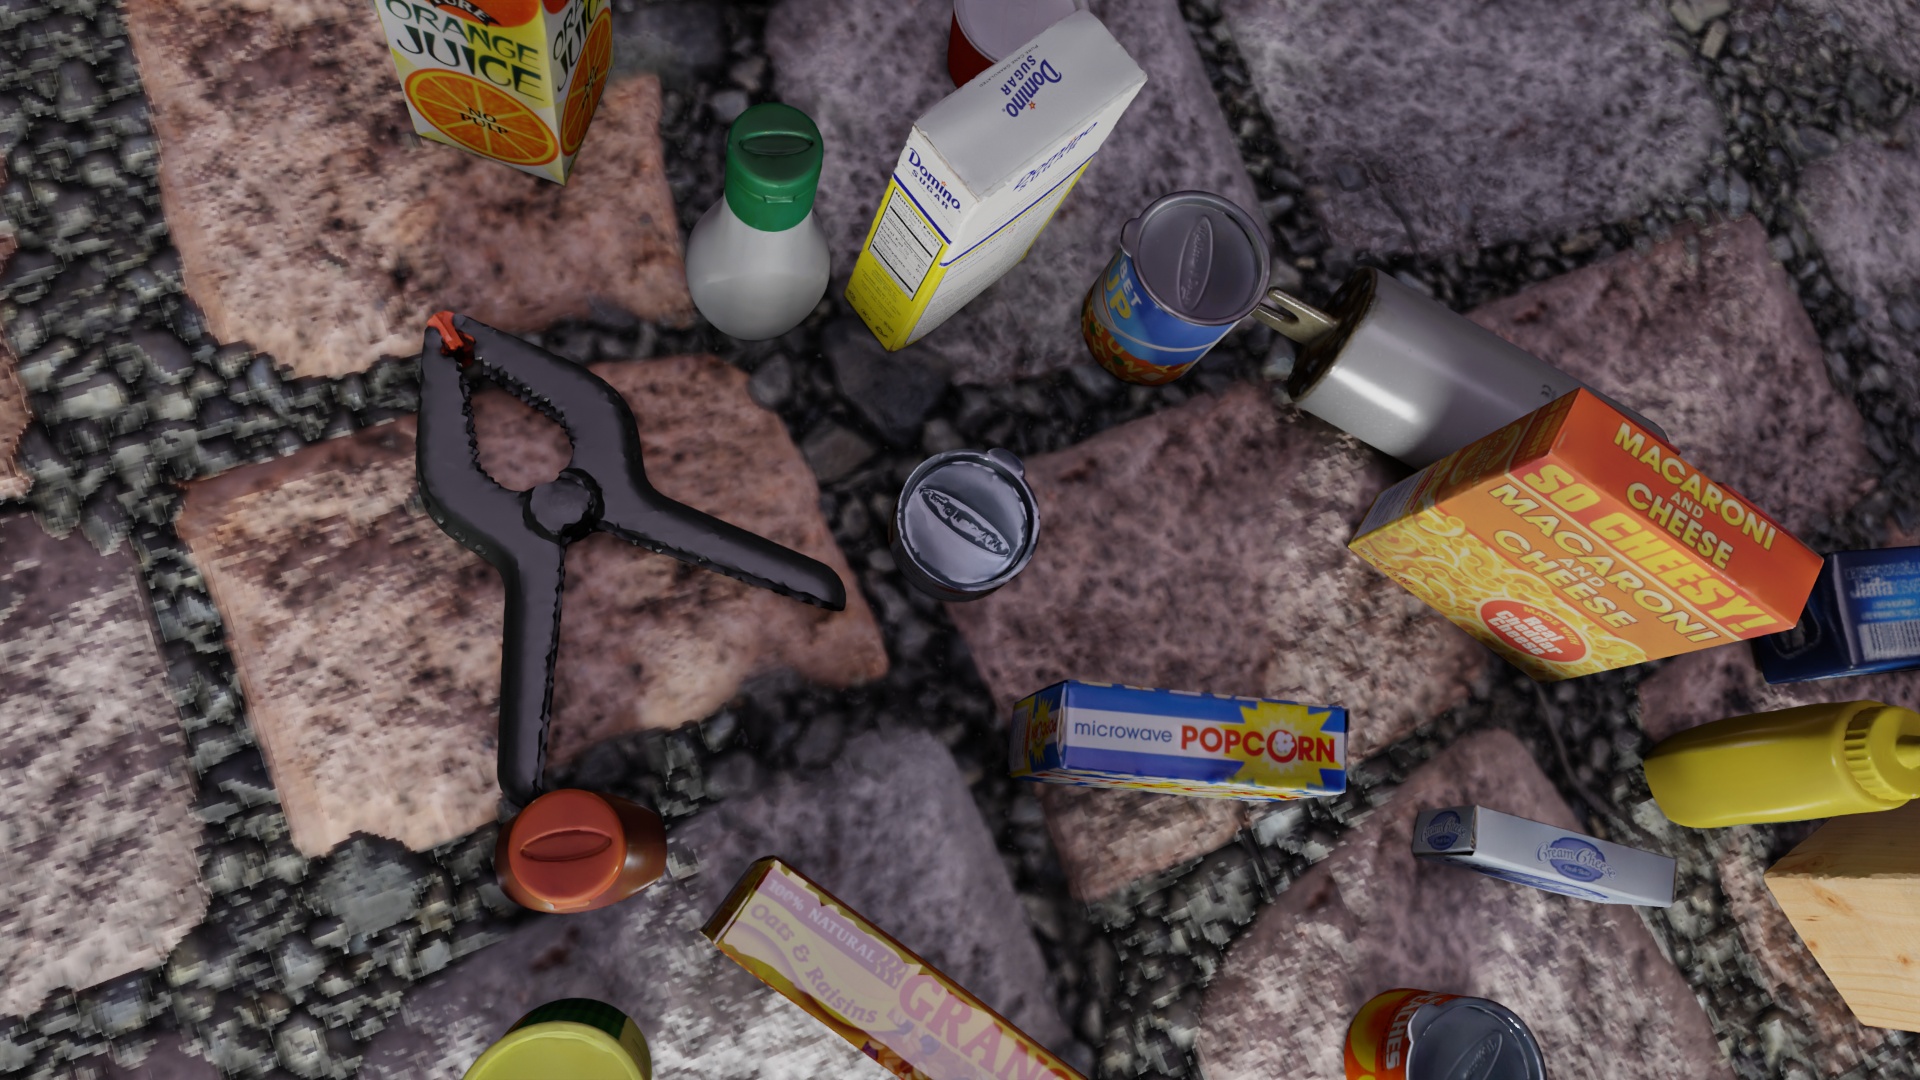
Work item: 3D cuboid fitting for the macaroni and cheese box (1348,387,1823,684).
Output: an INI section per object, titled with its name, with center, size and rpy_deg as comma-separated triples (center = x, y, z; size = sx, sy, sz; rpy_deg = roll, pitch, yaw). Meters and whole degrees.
[macaroni and cheese box]
center = 0.269, 0.004, 0.624
size = 0.124, 0.166, 0.040
rpy_deg = 35, 72, -2

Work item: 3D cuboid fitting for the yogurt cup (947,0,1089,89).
[yogurt cup]
center = 0.025, -0.251, 0.694
size = 0.072, 0.053, 0.072
rpy_deg = 3, 76, -12

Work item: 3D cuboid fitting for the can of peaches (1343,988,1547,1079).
[can of peaches]
center = 0.209, 0.230, 0.609
size = 0.071, 0.058, 0.071
rpy_deg = 3, 76, -12

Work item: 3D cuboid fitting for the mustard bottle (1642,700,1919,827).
[mustard bottle]
center = 0.384, 0.100, 0.628
size = 0.065, 0.159, 0.049
rpy_deg = -16, 81, -16

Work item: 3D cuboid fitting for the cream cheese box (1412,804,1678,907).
[cream cheese box]
center = 0.270, 0.147, 0.647
size = 0.104, 0.053, 0.024
rpy_deg = 16, 74, -8

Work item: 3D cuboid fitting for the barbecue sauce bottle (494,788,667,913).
[barbecue sauce bottle]
center = -0.141, 0.115, 0.513
size = 0.065, 0.148, 0.044
rpy_deg = -3, 77, -13

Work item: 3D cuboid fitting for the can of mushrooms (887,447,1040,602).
[can of mushrooms]
center = 0.002, -0.008, 0.637
size = 0.071, 0.033, 0.071
rpy_deg = 3, 75, -12

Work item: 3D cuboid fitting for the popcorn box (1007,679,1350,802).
[popcorn box]
center = 0.092, 0.089, 0.605
size = 0.127, 0.085, 0.038
rpy_deg = 7, 75, -11

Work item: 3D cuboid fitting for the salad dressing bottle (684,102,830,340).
[salad dressing bottle]
center = -0.083, -0.132, 0.590
size = 0.064, 0.147, 0.044
rpy_deg = -5, 78, -13

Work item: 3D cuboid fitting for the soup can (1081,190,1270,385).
[soup can]
center = 0.097, -0.118, 0.660
size = 0.071, 0.083, 0.071
rpy_deg = 3, 76, -12

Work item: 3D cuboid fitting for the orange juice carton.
[orange juice carton]
center = -0.190, -0.231, 0.568
size = 0.073, 0.192, 0.072
rpy_deg = 18, 73, -8

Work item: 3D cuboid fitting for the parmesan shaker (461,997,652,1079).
[parmesan shaker]
center = -0.148, 0.210, 0.511
size = 0.071, 0.102, 0.071
rpy_deg = 3, 76, -12

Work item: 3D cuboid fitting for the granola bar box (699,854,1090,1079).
[granola bar box]
center = -0.021, 0.184, 0.535
size = 0.165, 0.124, 0.039
rpy_deg = 36, 72, -2
